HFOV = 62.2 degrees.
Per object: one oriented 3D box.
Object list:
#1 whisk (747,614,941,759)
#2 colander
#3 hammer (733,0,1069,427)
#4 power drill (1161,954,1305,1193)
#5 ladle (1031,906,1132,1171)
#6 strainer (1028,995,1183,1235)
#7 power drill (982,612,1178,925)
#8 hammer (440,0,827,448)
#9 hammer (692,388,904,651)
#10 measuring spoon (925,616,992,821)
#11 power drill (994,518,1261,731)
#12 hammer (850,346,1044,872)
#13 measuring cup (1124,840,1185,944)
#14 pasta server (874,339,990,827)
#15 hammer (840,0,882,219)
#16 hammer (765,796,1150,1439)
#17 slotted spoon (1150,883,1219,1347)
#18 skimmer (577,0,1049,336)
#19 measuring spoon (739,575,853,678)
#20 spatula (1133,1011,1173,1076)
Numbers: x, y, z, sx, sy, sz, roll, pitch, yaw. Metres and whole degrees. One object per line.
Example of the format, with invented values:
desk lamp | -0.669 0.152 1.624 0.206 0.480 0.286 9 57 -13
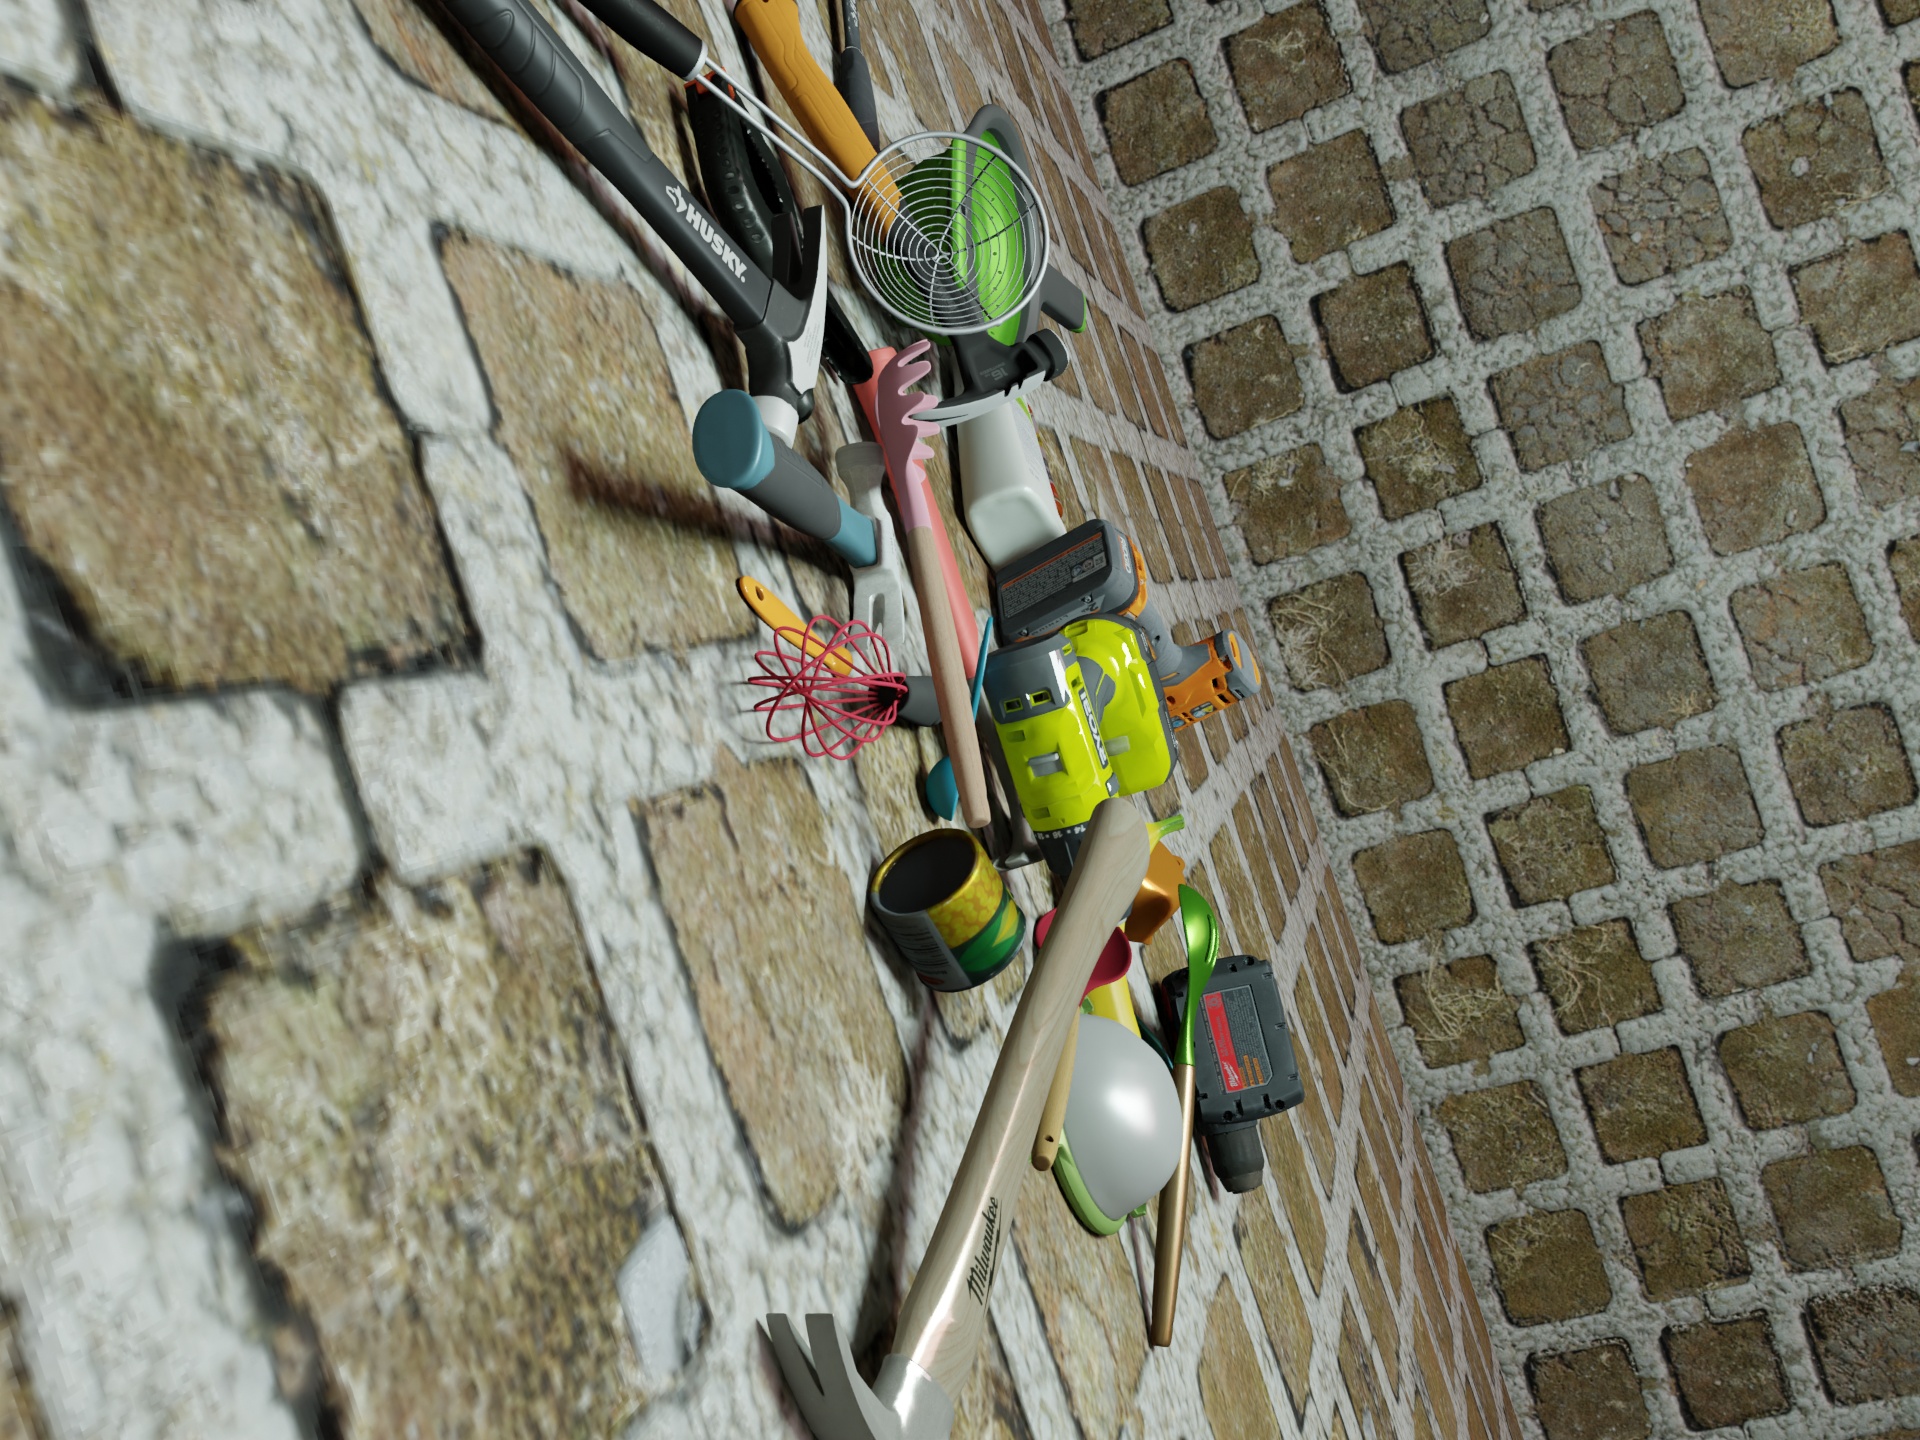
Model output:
whisk | -0.045 -0.015 0.860 0.295 0.073 0.073 7 66 -77
colander | 0.018 -0.365 1.301 0.397 0.094 0.204 -9 99 -72
hammer | -0.064 -0.352 1.073 0.337 0.127 0.034 59 -24 7
power drill | 0.210 0.279 1.253 0.226 0.080 0.188 77 1 -75
ladle | 0.065 0.187 0.972 0.315 0.069 0.031 -61 170 -72
strainer | 0.087 0.241 0.975 0.256 0.069 0.151 22 51 -70
power drill | 0.089 0.024 1.089 0.228 0.080 0.190 -40 113 -69
hammer | -0.163 -0.277 0.761 0.334 0.035 0.146 43 50 -52
hammer | -0.073 -0.109 0.807 0.331 0.033 0.128 17 64 -82
measuring spoon | -0.002 -0.003 0.967 0.042 0.021 0.129 91 10 -79
power drill | 0.124 -0.055 1.303 0.226 0.164 0.084 36 37 -42
hammer | -0.008 -0.076 1.072 0.149 0.037 0.359 -24 96 -73
measuring cup | 0.151 0.113 1.242 0.095 0.052 0.173 50 29 16
pasta server | -0.011 -0.085 0.897 0.060 0.040 0.316 80 -2 -62
hammer | -0.091 -0.567 1.337 0.149 0.036 0.409 48 29 -51
hammer | 0.026 0.168 0.764 0.146 0.038 0.411 62 32 -27
slotted spoon | 0.153 0.264 1.094 0.070 0.031 0.314 56 39 -61
skimmer | -0.087 -0.336 0.887 0.363 0.090 0.127 24 82 -49
measuring spoon | -0.084 -0.050 0.844 0.116 0.011 0.021 42 34 -59
spatula | 0.133 0.157 1.256 0.318 0.044 0.082 -92 161 -46
